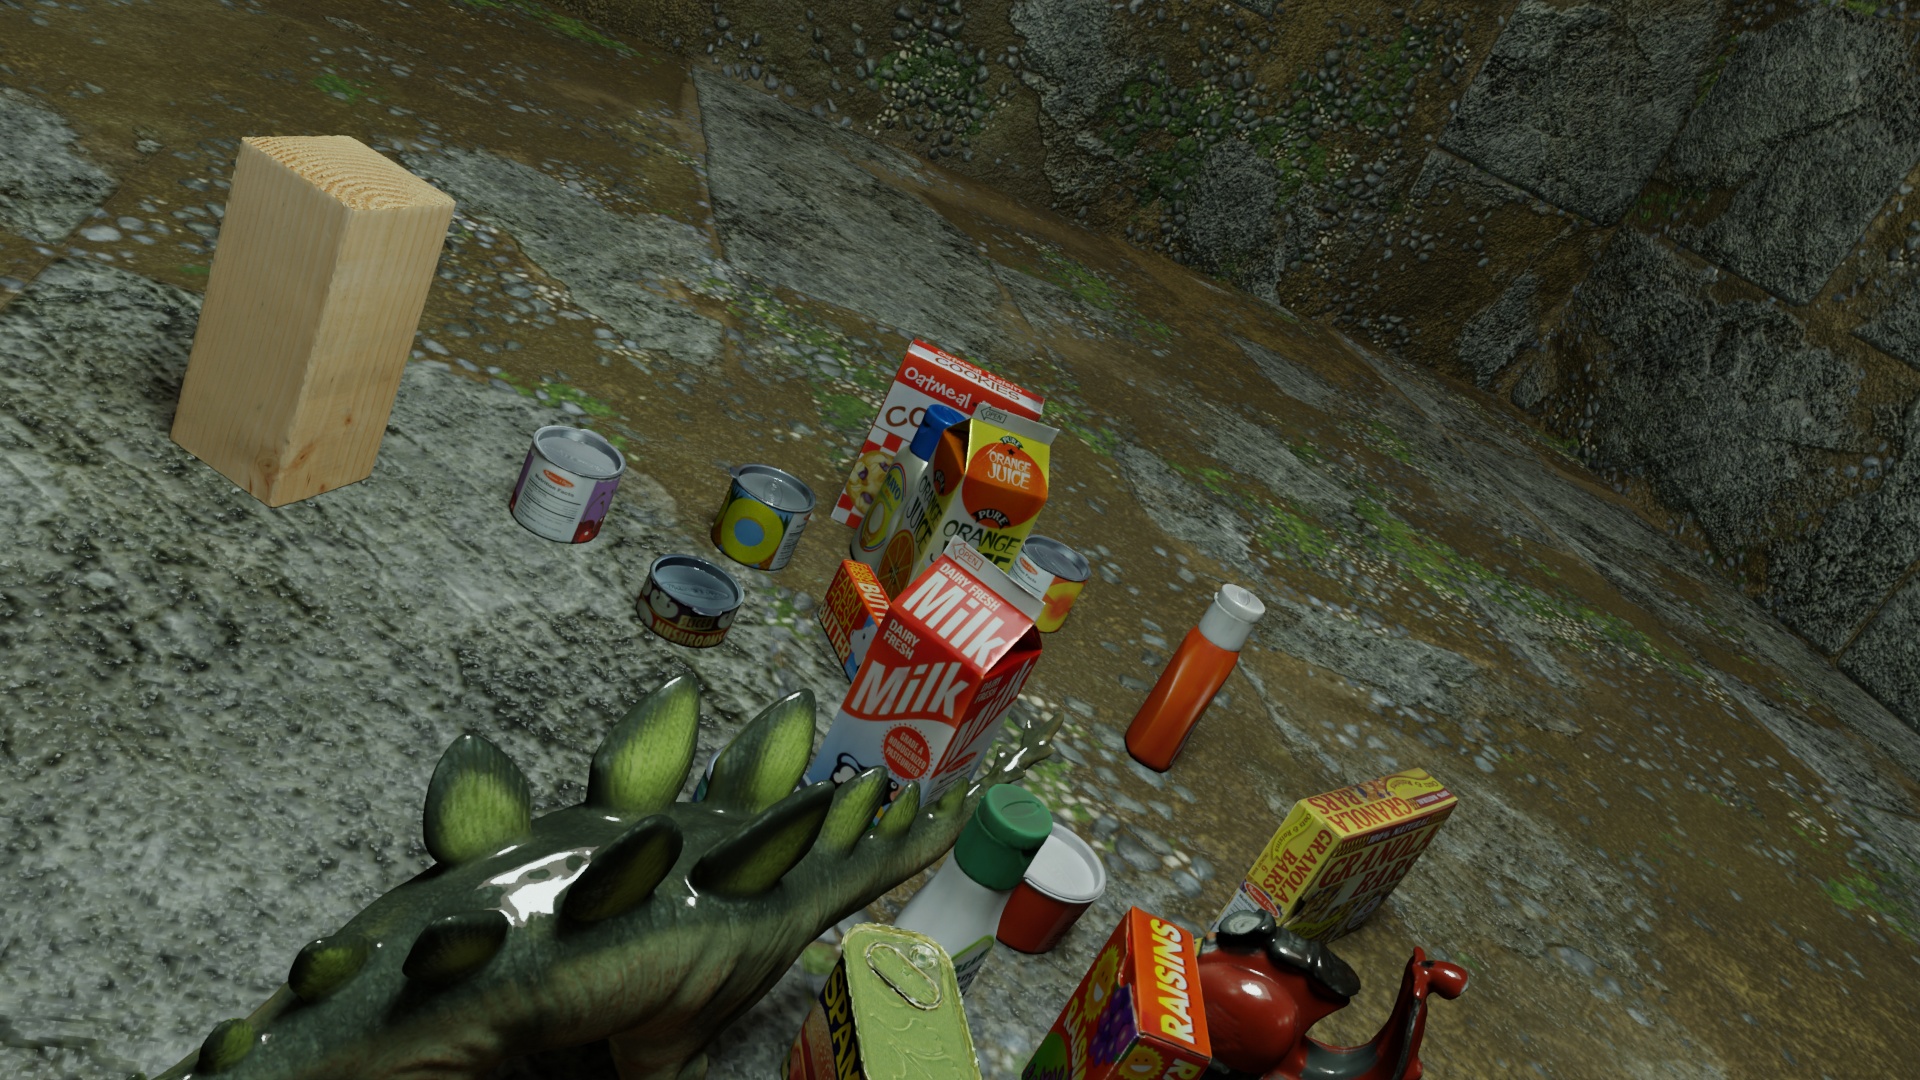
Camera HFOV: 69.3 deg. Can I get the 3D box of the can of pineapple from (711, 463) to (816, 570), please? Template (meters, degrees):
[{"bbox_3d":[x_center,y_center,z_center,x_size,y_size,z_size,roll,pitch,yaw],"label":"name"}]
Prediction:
[{"bbox_3d":[-0.154,-0.019,1.071,0.071,0.057,0.071,22,24,-10],"label":"can of pineapple"}]

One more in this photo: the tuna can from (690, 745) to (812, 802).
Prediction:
[{"bbox_3d":[-0.119,0.149,0.796,0.071,0.032,0.071,22,24,-10],"label":"tuna can"}]

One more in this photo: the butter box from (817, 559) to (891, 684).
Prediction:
[{"bbox_3d":[-0.069,0.063,0.996,0.024,0.053,0.104,12,28,-32],"label":"butter box"}]

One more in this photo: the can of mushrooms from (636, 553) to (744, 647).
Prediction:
[{"bbox_3d":[-0.184,0.042,0.945,0.071,0.033,0.071,22,24,-10],"label":"can of mushrooms"}]

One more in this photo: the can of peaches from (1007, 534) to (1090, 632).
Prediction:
[{"bbox_3d":[0.071,0.037,1.189,0.071,0.057,0.071,22,24,-10],"label":"can of peaches"}]

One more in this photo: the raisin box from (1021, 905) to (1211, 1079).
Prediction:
[{"bbox_3d":[0.071,0.253,0.668,0.040,0.123,0.086,24,23,-7],"label":"raisin box"}]

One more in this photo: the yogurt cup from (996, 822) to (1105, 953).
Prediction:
[{"bbox_3d":[0.045,0.206,0.823,0.072,0.053,0.073,22,24,-10],"label":"yogurt cup"}]

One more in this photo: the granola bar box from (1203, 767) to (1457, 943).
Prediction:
[{"bbox_3d":[0.249,0.218,0.923,0.166,0.123,0.039,0,35,-47],"label":"granola bar box"}]

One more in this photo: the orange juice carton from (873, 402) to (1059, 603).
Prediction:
[{"bbox_3d":[0.004,-0.013,1.054,0.072,0.191,0.073,16,25,-24],"label":"orange juice carton"}]

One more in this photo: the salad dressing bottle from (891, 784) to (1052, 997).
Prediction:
[{"bbox_3d":[-0.002,0.188,0.694,0.064,0.147,0.044,-1,36,-48],"label":"salad dressing bottle"}]

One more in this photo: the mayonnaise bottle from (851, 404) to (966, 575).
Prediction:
[{"bbox_3d":[-0.040,-0.038,1.116,0.041,0.147,0.065,12,27,-31],"label":"mayonnaise bottle"}]

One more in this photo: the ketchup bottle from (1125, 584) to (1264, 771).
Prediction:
[{"bbox_3d":[0.178,0.102,1.055,0.043,0.148,0.065,29,23,4],"label":"ketchup bottle"}]

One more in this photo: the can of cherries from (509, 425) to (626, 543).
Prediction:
[{"bbox_3d":[-0.277,-0.040,0.985,0.071,0.058,0.072,22,24,-10],"label":"can of cherries"}]

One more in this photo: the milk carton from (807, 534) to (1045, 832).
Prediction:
[{"bbox_3d":[-0.017,0.094,0.817,0.072,0.189,0.074,37,25,21],"label":"milk carton"}]

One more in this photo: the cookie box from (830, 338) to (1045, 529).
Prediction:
[{"bbox_3d":[-0.020,-0.070,1.177,0.123,0.166,0.040,25,23,-5],"label":"cookie box"}]
